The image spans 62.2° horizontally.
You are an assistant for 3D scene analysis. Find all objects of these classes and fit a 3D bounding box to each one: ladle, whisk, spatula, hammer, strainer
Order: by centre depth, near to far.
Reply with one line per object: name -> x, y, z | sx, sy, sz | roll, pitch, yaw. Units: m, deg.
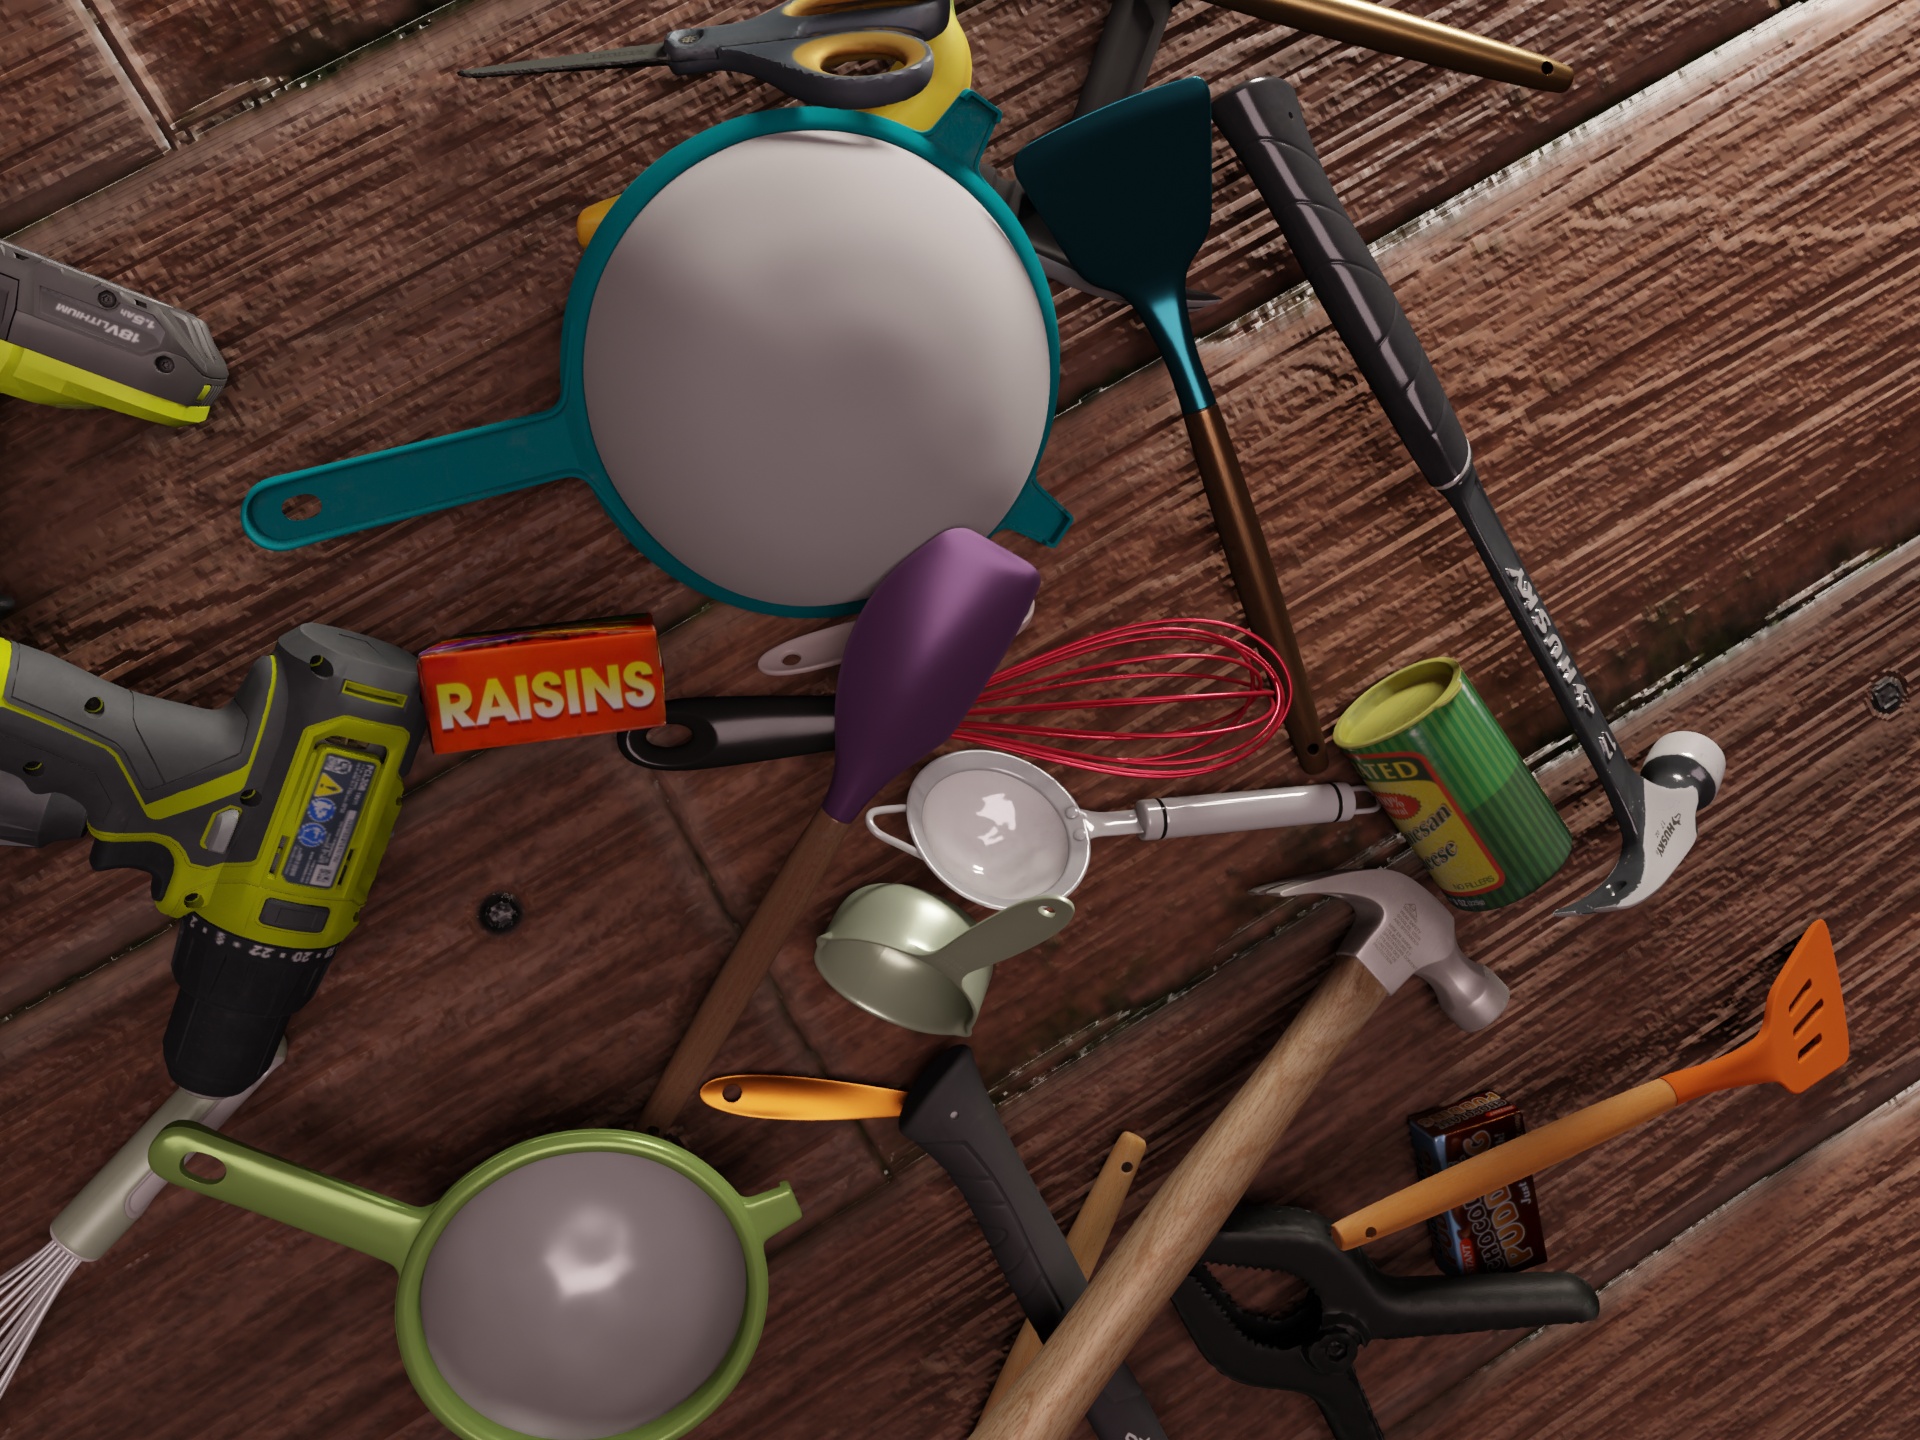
strainer -> -0.109, -0.113, 0.619 | 0.340, 0.095, 0.210 | -17, 114, -10
whisk -> -0.369, 0.220, 0.653 | 0.059, 0.057, 0.246 | 40, 82, 17
ladle -> 0.117, -0.309, 0.667 | 0.315, 0.031, 0.069 | 10, 95, -13
spatula -> -0.066, 0.059, 0.669 | 0.059, 0.018, 0.316 | 27, 106, -12
strainer -> -0.207, 0.214, 0.672 | 0.256, 0.069, 0.151 | 25, 94, -13
hammer -> 0.103, -0.350, 0.691 | 0.127, 0.034, 0.337 | 18, 92, -12
whisk -> -0.001, -0.002, 0.692 | 0.296, 0.073, 0.073 | -4, 97, -2
spatula -> 0.113, -0.110, 0.695 | 0.082, 0.044, 0.317 | -21, 110, 4
hammer -> 0.222, -0.095, 0.703 | 0.149, 0.036, 0.408 | -44, 106, -40
hammer -> 0.117, 0.199, 0.718 | 0.130, 0.031, 0.331 | 46, 70, -10
strainer -> 0.079, 0.048, 0.728 | 0.258, 0.050, 0.087 | -4, 54, -16
hammer -> 0.068, 0.298, 0.732 | 0.146, 0.035, 0.334 | -28, 98, -6
spatula -> 0.319, 0.189, 0.779 | 0.322, 0.041, 0.081 | -18, 100, -14

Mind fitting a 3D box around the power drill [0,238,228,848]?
power drill -> -0.375, -0.067, 0.605 | 0.171, 0.080, 0.223 | 20, 95, -18

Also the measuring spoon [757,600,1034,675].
measuring spoon -> -0.027, -0.035, 0.697 | 0.124, 0.034, 0.018 | -15, 141, -6

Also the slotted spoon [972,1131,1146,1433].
slotted spoon -> 0.017, 0.340, 0.756 | 0.070, 0.031, 0.314 | 26, 89, -13

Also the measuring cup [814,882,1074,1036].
measuring cup -> 0.001, 0.086, 0.662 | 0.083, 0.167, 0.038 | 36, 53, -16

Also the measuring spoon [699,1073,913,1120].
measuring spoon -> -0.061, 0.173, 0.730 | 0.117, 0.011, 0.021 | 5, 96, -9

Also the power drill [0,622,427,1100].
power drill -> -0.326, 0.040, 0.576 | 0.228, 0.080, 0.190 | 18, 97, -39
